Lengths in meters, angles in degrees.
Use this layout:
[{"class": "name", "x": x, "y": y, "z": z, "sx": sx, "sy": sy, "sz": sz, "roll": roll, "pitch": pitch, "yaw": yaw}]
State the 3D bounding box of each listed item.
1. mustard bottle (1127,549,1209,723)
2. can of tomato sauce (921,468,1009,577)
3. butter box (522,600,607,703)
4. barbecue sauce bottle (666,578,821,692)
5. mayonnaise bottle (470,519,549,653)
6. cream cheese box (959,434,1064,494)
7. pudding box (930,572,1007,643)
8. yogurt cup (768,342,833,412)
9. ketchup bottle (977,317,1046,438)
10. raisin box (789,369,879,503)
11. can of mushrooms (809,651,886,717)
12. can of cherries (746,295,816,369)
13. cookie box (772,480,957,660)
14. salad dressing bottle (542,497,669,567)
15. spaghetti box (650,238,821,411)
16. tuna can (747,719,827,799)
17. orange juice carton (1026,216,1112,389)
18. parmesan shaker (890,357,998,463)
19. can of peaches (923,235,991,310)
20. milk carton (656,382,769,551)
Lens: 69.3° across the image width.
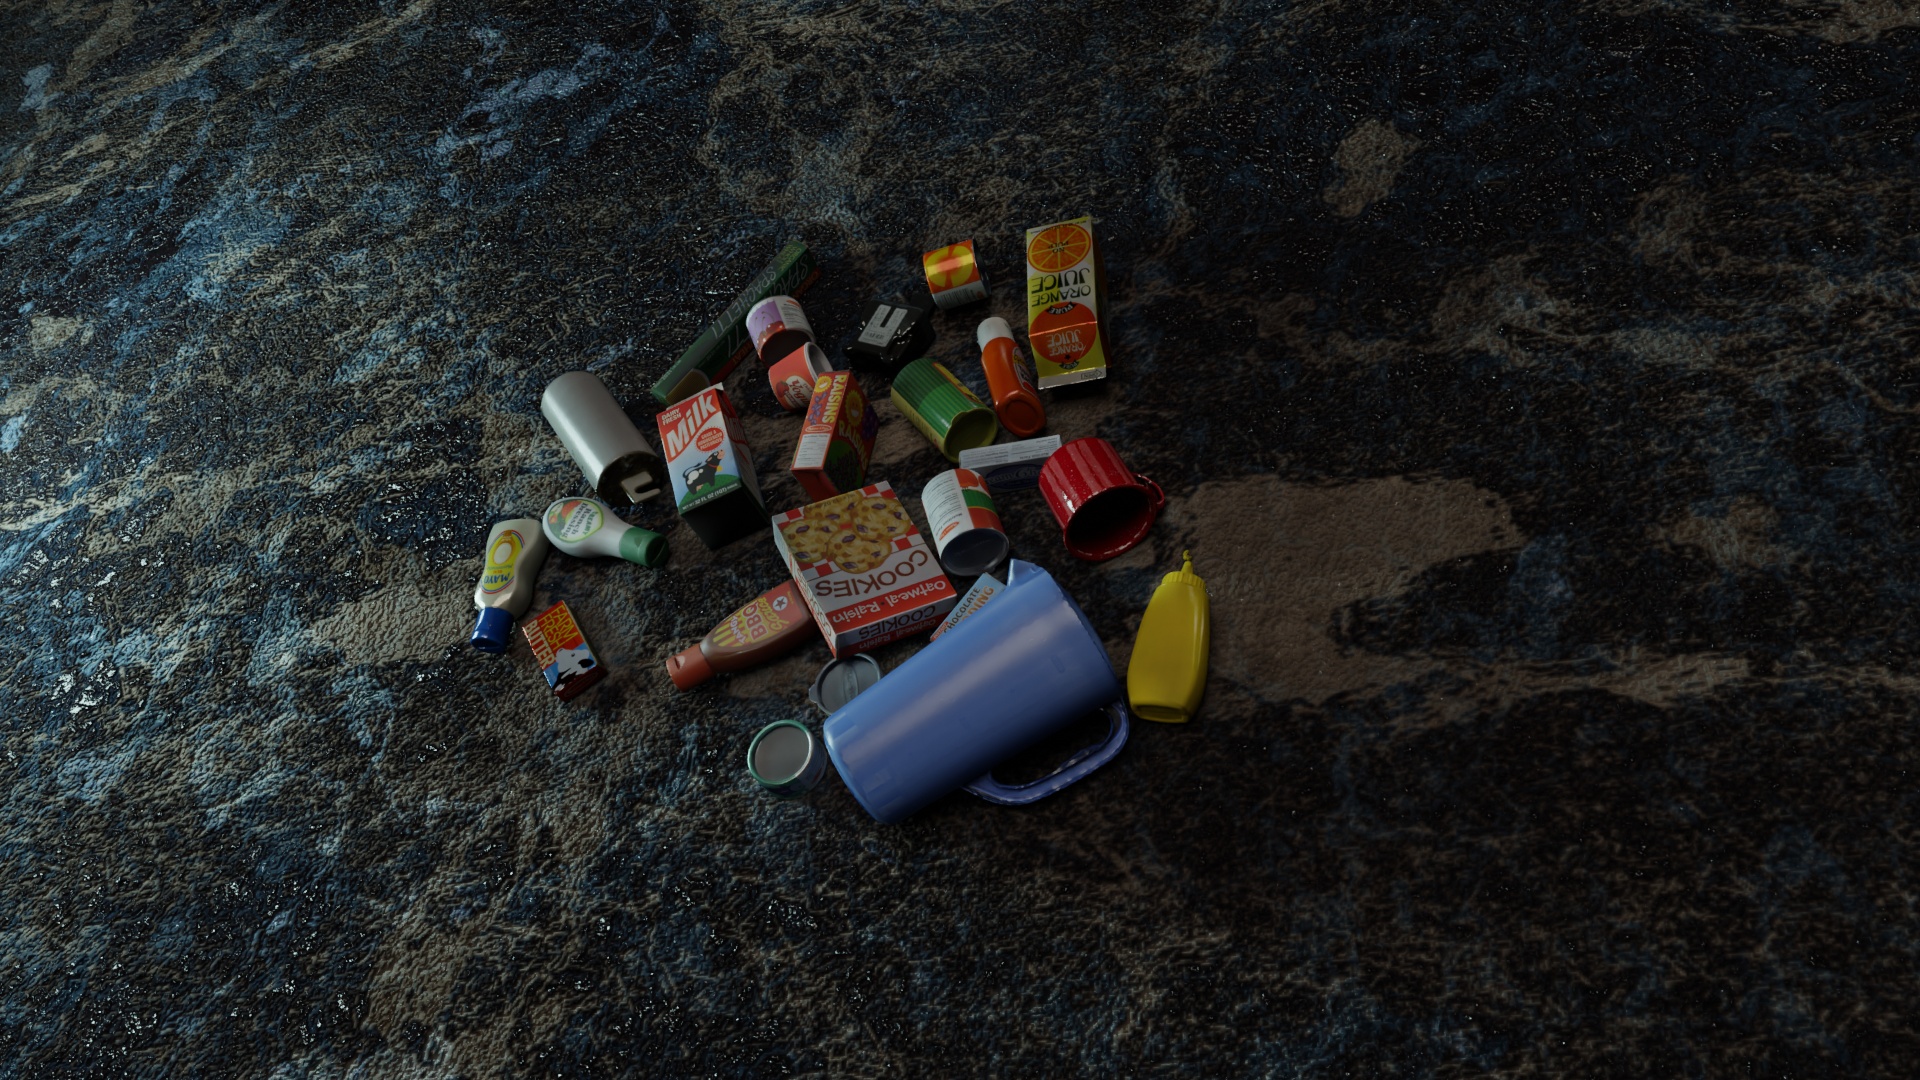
[{"class": "mustard bottle", "x": 0.187, "y": 0.079, "z": 1.204, "sx": 0.065, "sy": 0.048, "sz": 0.161, "roll": 4, "pitch": 58, "yaw": 22}, {"class": "can of tomato sauce", "x": 0.005, "y": -0.017, "z": 1.325, "sx": 0.071, "sy": 0.071, "sz": 0.083, "roll": -23, "pitch": 49, "yaw": 5}, {"class": "butter box", "x": -0.404, "y": 0.112, "z": 1.417, "sx": 0.053, "sy": 0.024, "sz": 0.104, "roll": -36, "pitch": 53, "yaw": -6}, {"class": "barbecue sauce bottle", "x": -0.211, "y": 0.097, "z": 1.343, "sx": 0.148, "sy": 0.043, "sz": 0.065, "roll": -28, "pitch": 50, "yaw": 1}, {"class": "mayonnaise bottle", "x": -0.484, "y": 0.048, "z": 1.480, "sx": 0.065, "sy": 0.041, "sz": 0.149, "roll": -5, "pitch": 55, "yaw": 15}, {"class": "cream cheese box", "x": 0.055, "y": -0.072, "z": 1.354, "sx": 0.104, "sy": 0.053, "sz": 0.024, "roll": -9, "pitch": 57, "yaw": 15}, {"class": "pudding box", "x": 0.013, "y": 0.076, "z": 1.270, "sx": 0.030, "sy": 0.049, "sz": 0.084, "roll": 31, "pitch": 72, "yaw": 32}, {"class": "yogurt cup", "x": -0.171, "y": -0.173, "z": 1.501, "sx": 0.054, "sy": 0.072, "sz": 0.073, "roll": -24, "pitch": 52, "yaw": 15}, {"class": "ketchup bottle", "x": 0.047, "y": -0.172, "z": 1.422, "sx": 0.043, "sy": 0.064, "sz": 0.149, "roll": -29, "pitch": 43, "yaw": 14}, {"class": "raisin box", "x": -0.126, "y": -0.100, "z": 1.419, "sx": 0.040, "sy": 0.085, "sz": 0.124, "roll": -1, "pitch": 57, "yaw": 22}, {"class": "can of mushrooms", "x": -0.101, "y": 0.140, "z": 1.280, "sx": 0.071, "sy": 0.033, "sz": 0.071, "roll": -9, "pitch": 55, "yaw": 14}, {"class": "can of cherries", "x": -0.201, "y": -0.228, "z": 1.549, "sx": 0.071, "sy": 0.071, "sz": 0.058, "roll": -28, "pitch": 53, "yaw": 1}, {"class": "cookie box", "x": -0.093, "y": 0.026, "z": 1.327, "sx": 0.123, "sy": 0.040, "sz": 0.168, "roll": -18, "pitch": 50, "yaw": -18}, {"class": "salad dressing bottle", "x": -0.376, "y": -0.006, "z": 1.474, "sx": 0.148, "sy": 0.043, "sz": 0.064, "roll": 15, "pitch": 65, "yaw": 28}, {"class": "spaghetti box", "x": -0.253, "y": -0.241, "z": 1.585, "sx": 0.029, "sy": 0.050, "sz": 0.251, "roll": 29, "pitch": 71, "yaw": 31}, {"class": "tuna can", "x": -0.160, "y": 0.198, "z": 1.262, "sx": 0.071, "sy": 0.032, "sz": 0.071, "roll": -9, "pitch": 55, "yaw": 14}, {"class": "orange juice carton", "x": 0.112, "y": -0.236, "z": 1.431, "sx": 0.072, "sy": 0.072, "sz": 0.193, "roll": -9, "pitch": 55, "yaw": 15}, {"class": "parmesan shaker", "x": -0.018, "y": -0.135, "z": 1.412, "sx": 0.071, "sy": 0.071, "sz": 0.103, "roll": -38, "pitch": 53, "yaw": -7}, {"class": "can of peaches", "x": -0.004, "y": -0.292, "z": 1.516, "sx": 0.058, "sy": 0.071, "sz": 0.071, "roll": -16, "pitch": 53, "yaw": 11}, {"class": "milk carton", "x": -0.267, "y": -0.090, "z": 1.473, "sx": 0.072, "sy": 0.073, "sz": 0.191, "roll": -24, "pitch": 52, "yaw": 4}]
